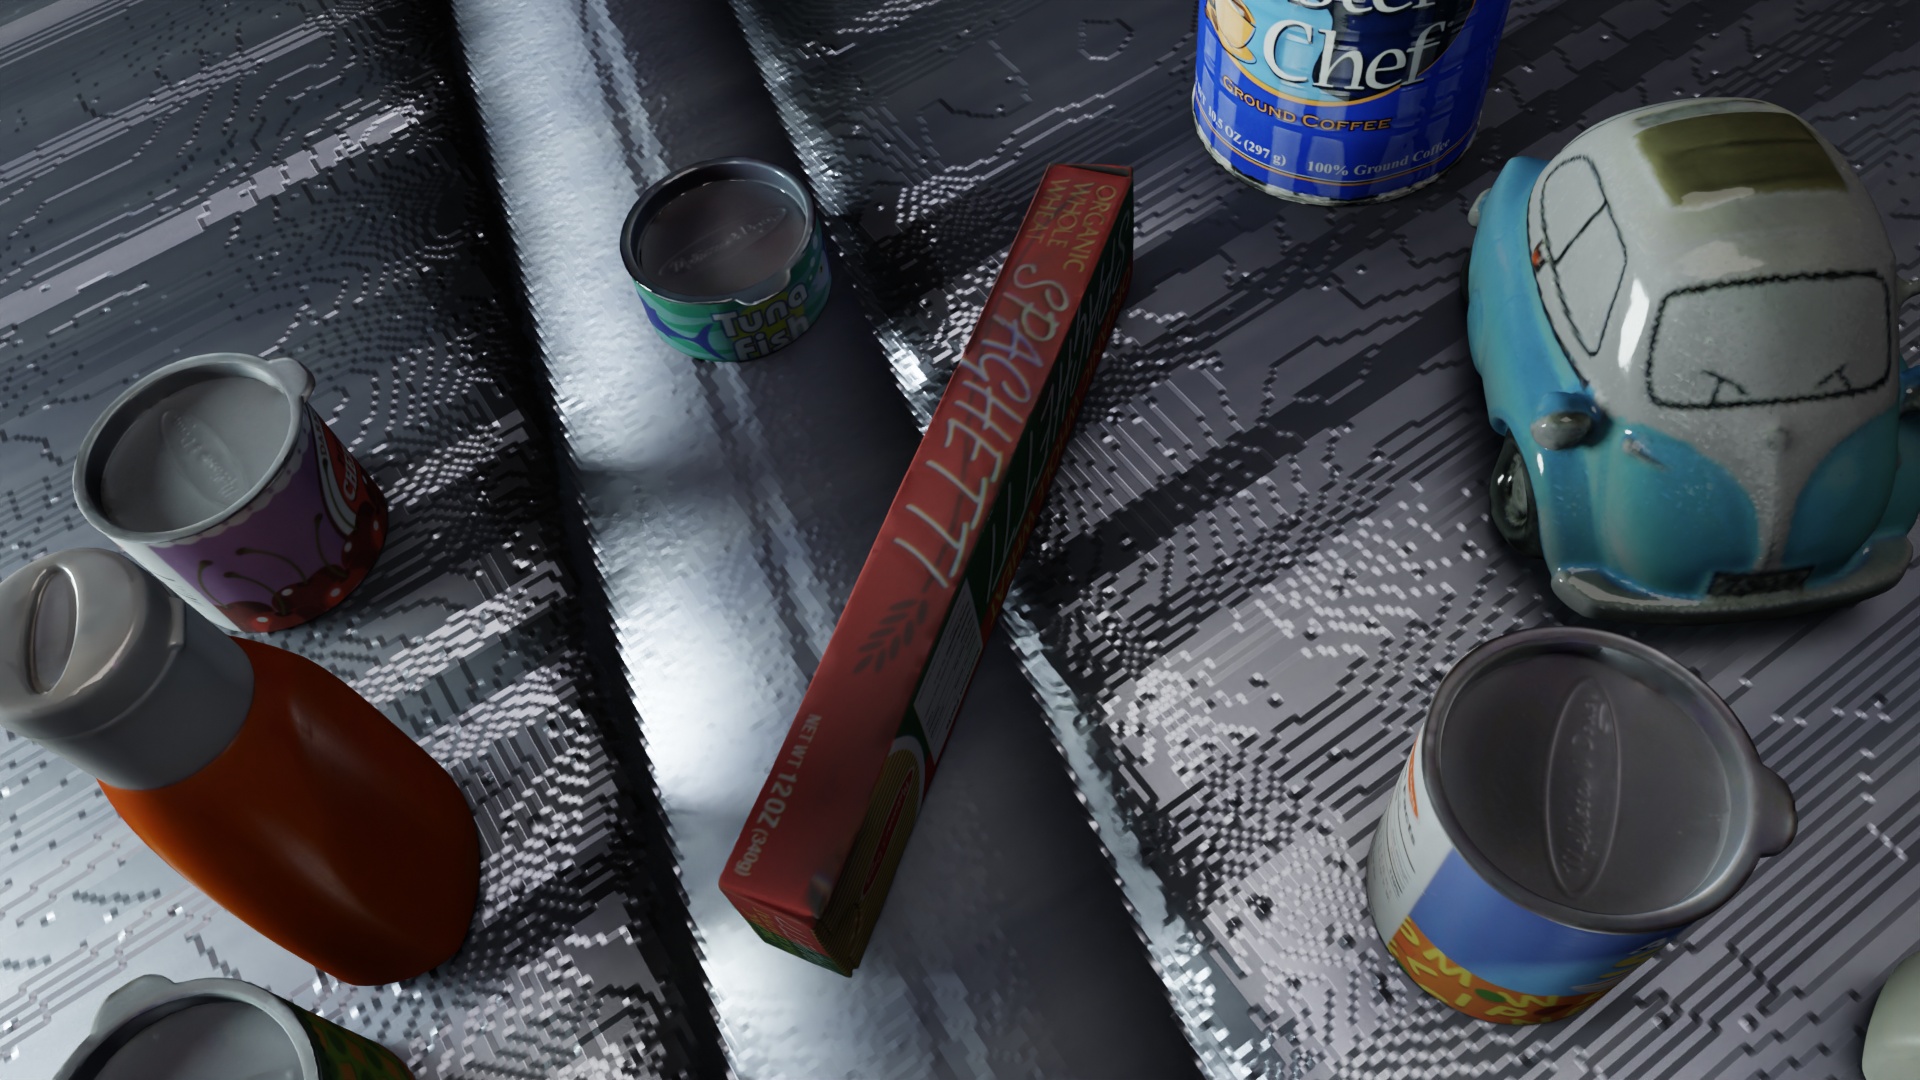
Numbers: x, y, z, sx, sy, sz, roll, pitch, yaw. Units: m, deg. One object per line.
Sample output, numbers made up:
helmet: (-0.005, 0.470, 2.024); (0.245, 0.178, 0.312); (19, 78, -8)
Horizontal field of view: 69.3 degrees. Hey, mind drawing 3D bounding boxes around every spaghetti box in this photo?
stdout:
spaghetti box: (0.001, -0.005, 0.394); (0.029, 0.050, 0.251); (15, 61, 15)

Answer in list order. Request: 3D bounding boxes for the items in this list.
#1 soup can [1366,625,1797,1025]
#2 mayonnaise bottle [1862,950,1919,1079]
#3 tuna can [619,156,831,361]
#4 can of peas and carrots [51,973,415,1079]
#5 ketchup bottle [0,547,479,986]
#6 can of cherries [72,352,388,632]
soup can: (0.134, 0.068, 0.314); (0.071, 0.083, 0.071); (-3, 58, 5)
mayonnaise bottle: (0.228, 0.087, 0.253); (0.065, 0.147, 0.041); (27, 65, 21)
tuna can: (-0.077, -0.093, 0.468); (0.071, 0.032, 0.071); (-3, 58, 5)
can of peas and carrots: (-0.167, 0.139, 0.319); (0.071, 0.058, 0.071); (-3, 58, 5)
ketchup bottle: (-0.160, 0.054, 0.319); (0.043, 0.148, 0.065); (-17, 58, -4)
can of cherries: (-0.215, -0.015, 0.421); (0.071, 0.058, 0.072); (-3, 58, 5)
